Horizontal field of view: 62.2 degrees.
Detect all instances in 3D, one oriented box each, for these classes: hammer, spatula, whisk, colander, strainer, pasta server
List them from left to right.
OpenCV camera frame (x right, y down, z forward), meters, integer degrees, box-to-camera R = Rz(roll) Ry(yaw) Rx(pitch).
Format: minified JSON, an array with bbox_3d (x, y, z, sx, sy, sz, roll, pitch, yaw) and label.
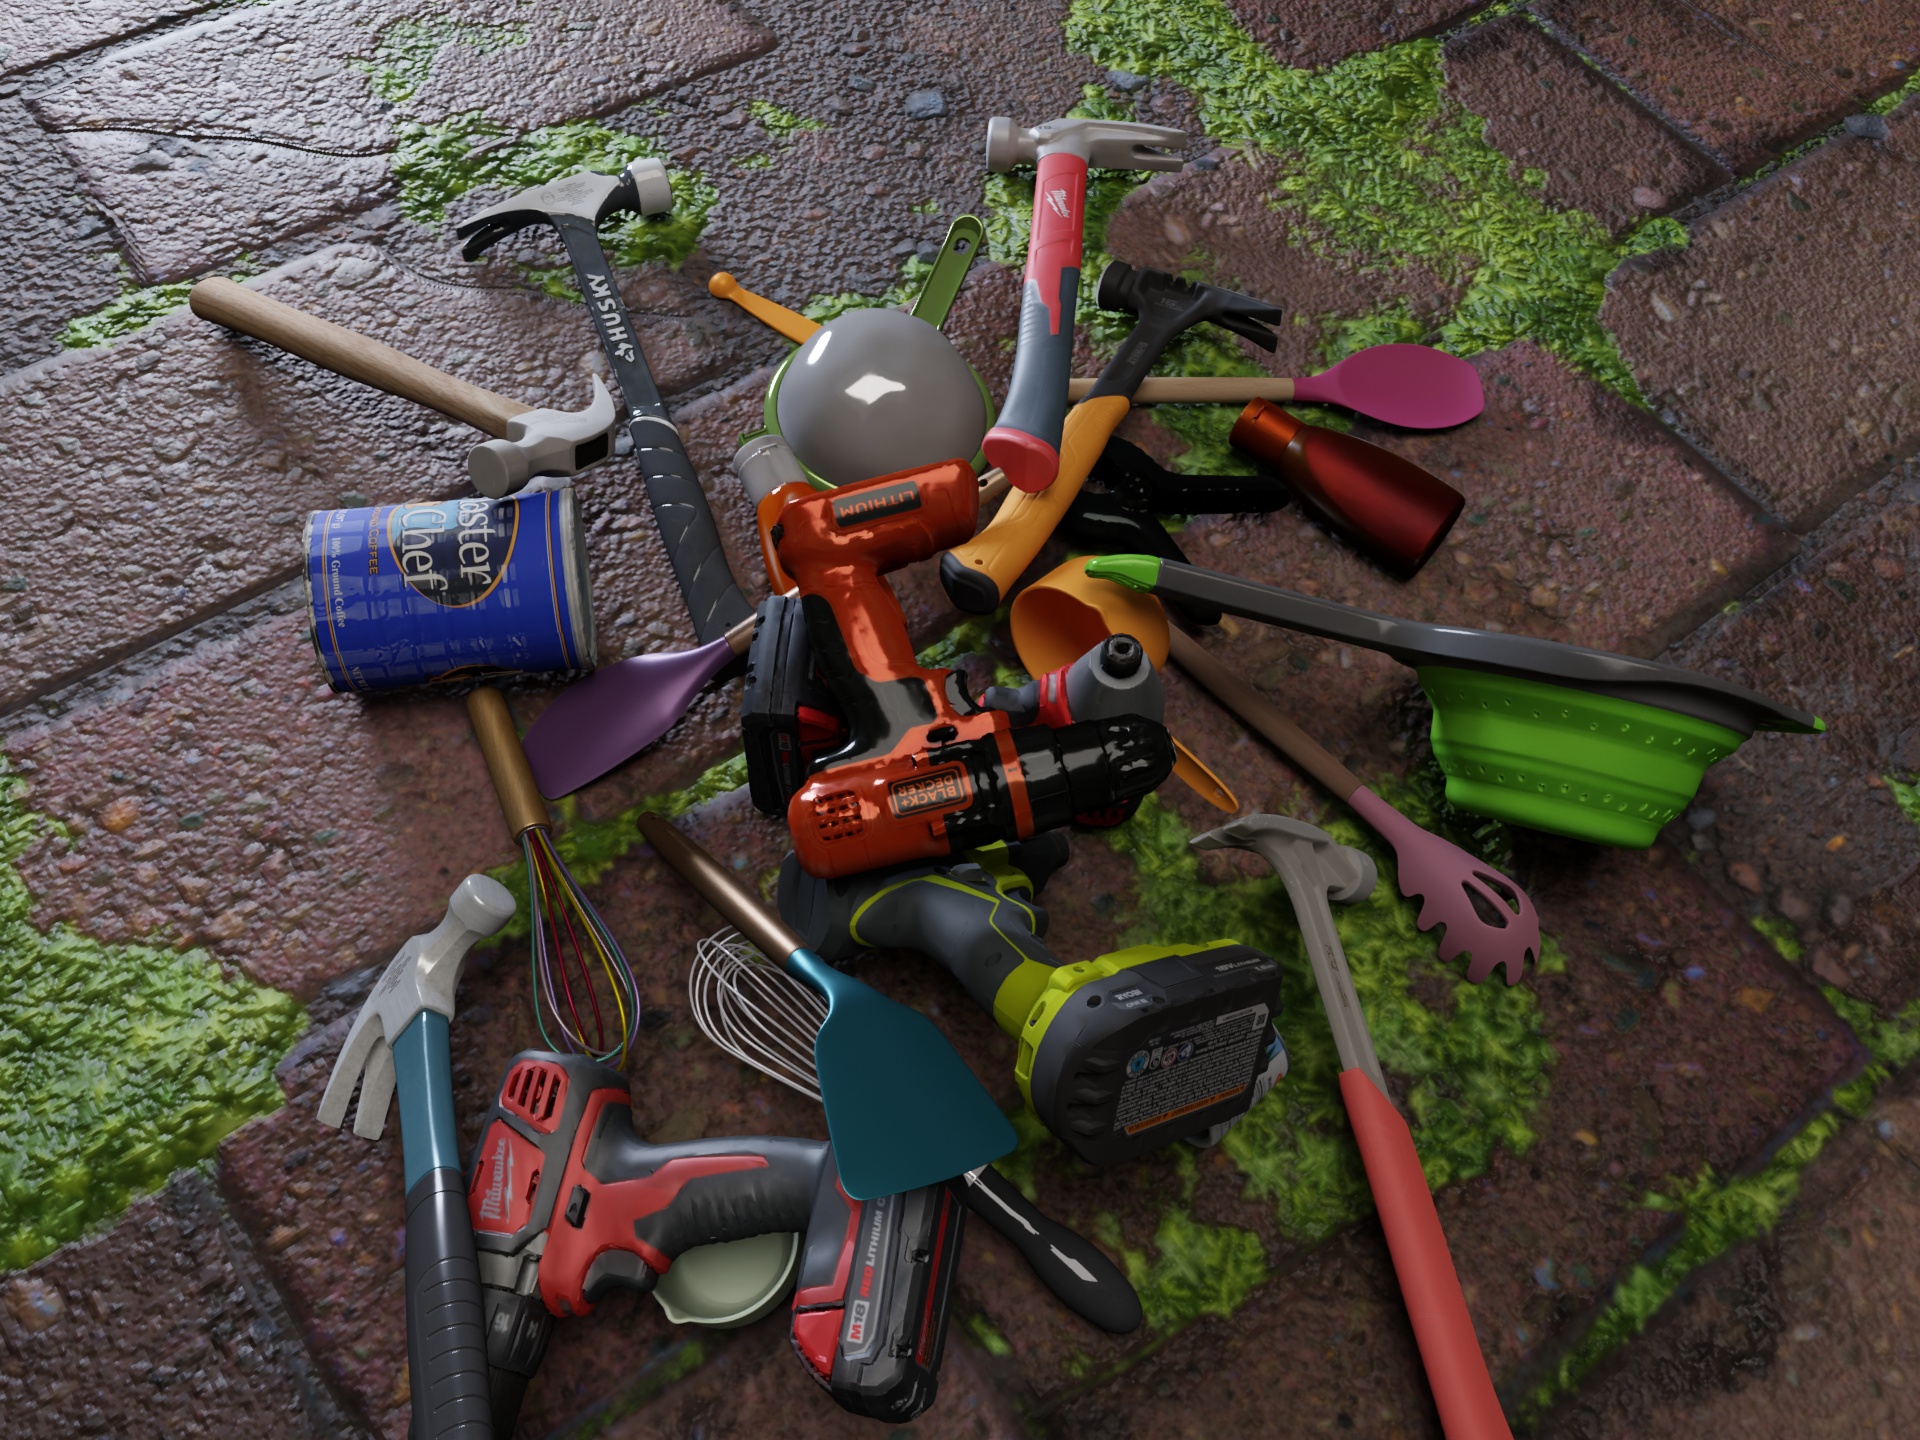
[{"bbox_3d":[-0.344,-0.212,0.961,0.331,0.031,0.130,24,34,24],"label":"hammer"},{"bbox_3d":[-0.222,0.209,0.675,0.128,0.033,0.331,-48,36,12],"label":"hammer"},{"bbox_3d":[-0.222,0.081,0.842,0.051,0.047,0.245,-21,60,-15],"label":"whisk"},{"bbox_3d":[-0.205,-0.198,1.005,0.149,0.036,0.409,-17,63,-13],"label":"hammer"},{"bbox_3d":[-0.109,-0.057,0.899,0.316,0.018,0.060,-32,66,-3],"label":"spatula"},{"bbox_3d":[-0.090,0.114,0.755,0.082,0.044,0.318,-9,23,-31],"label":"spatula"},{"bbox_3d":[-0.023,0.200,0.785,0.285,0.070,0.070,39,64,11],"label":"whisk"},{"bbox_3d":[-0.030,-0.252,1.027,0.151,0.069,0.256,20,63,3],"label":"strainer"},{"bbox_3d":[0.074,-0.282,1.028,0.143,0.038,0.387,4,48,3],"label":"hammer"},{"bbox_3d":[0.086,-0.177,0.982,0.127,0.034,0.337,21,51,17],"label":"hammer"},{"bbox_3d":[0.205,0.029,0.920,0.060,0.040,0.316,-37,66,-23],"label":"pasta server"},{"bbox_3d":[0.206,0.218,0.770,0.149,0.036,0.359,16,54,-48],"label":"hammer"},{"bbox_3d":[0.252,-0.004,0.868,0.397,0.204,0.094,14,91,-4],"label":"colander"}]

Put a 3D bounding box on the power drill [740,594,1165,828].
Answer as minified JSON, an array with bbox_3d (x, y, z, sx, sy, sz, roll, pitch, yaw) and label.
[{"bbox_3d":[-0.001,-0.003,0.851,0.219,0.143,0.079,4,57,-1],"label":"power drill"}]

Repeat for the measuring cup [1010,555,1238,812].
[{"bbox_3d":[0.107,-0.022,0.910,0.174,0.095,0.052,45,58,8],"label":"measuring cup"}]

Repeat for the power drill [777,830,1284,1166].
[{"bbox_3d":[0.040,0.109,0.772,0.171,0.080,0.223,-8,26,-38],"label":"power drill"}]

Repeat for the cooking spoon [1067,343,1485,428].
[{"bbox_3d":[0.196,-0.221,1.065,0.319,0.017,0.069,-1,67,-6],"label":"cooking spoon"}]

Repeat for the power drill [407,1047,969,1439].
[{"bbox_3d":[-0.122,0.247,0.689,0.227,0.080,0.188,4,61,13],"label":"power drill"}]

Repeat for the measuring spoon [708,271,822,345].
[{"bbox_3d":[-0.120,-0.273,1.068,0.117,0.011,0.021,31,62,11],"label":"measuring spoon"}]

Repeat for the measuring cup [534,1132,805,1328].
[{"bbox_3d":[-0.150,0.233,0.765,0.168,0.038,0.083,20,65,19],"label":"measuring cup"}]
